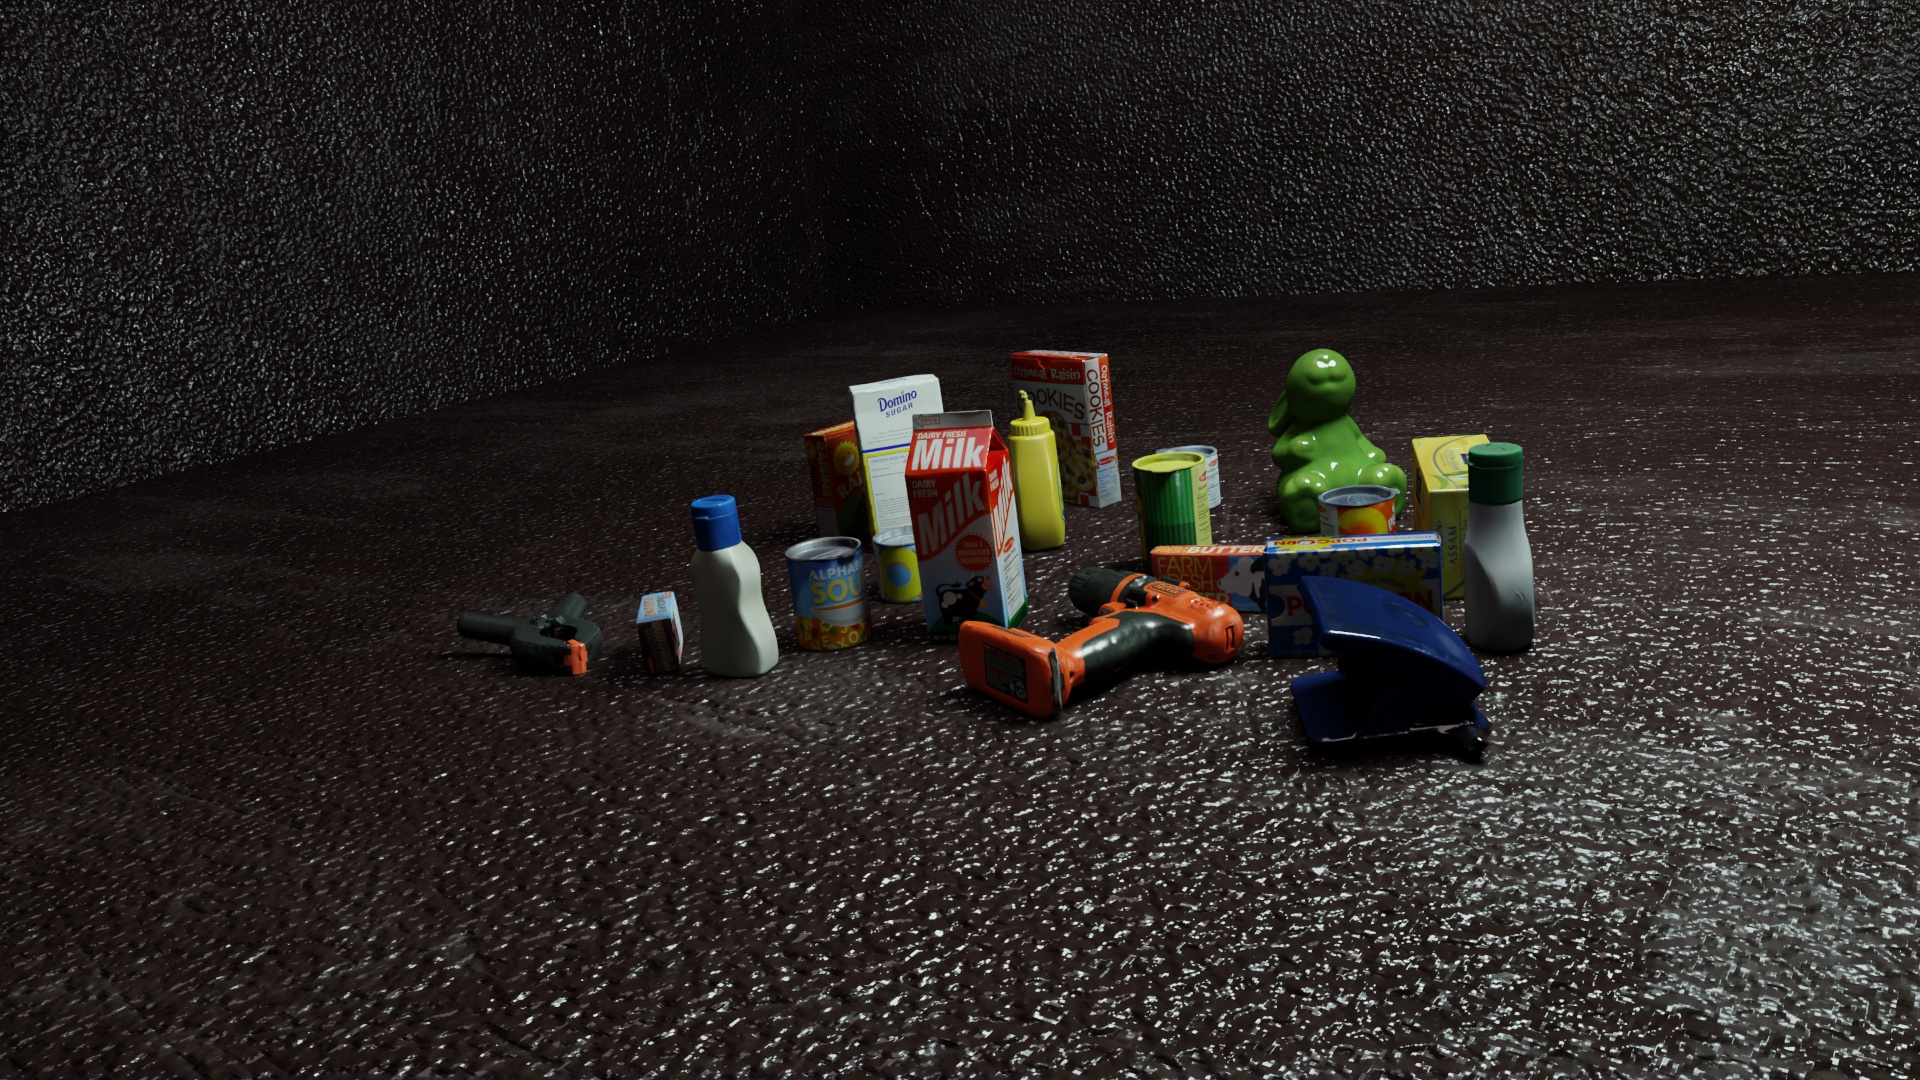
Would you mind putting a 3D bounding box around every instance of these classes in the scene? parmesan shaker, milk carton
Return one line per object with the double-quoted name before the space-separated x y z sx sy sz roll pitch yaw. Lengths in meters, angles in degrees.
"parmesan shaker" 0.194 -0.023 1.271 0.071 0.102 0.071 -7 15 2
"milk carton" 0.004 -0.015 1.164 0.072 0.190 0.074 -2 16 18

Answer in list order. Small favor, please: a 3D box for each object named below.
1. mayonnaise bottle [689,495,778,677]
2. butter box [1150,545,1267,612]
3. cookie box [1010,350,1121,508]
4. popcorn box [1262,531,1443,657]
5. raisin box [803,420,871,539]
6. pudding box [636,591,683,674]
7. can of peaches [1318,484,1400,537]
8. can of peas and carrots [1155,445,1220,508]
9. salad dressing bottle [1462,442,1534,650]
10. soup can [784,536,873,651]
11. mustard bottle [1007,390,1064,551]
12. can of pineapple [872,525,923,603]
"mayonnaise bottle" -0.191 0.038 1.143 0.065 0.147 0.041 0 17 25
"butter box" 0.212 0.032 1.162 0.103 0.053 0.024 0 17 25
"cookie box" 0.117 -0.127 1.557 0.040 0.167 0.123 -18 19 -35
"popcorn box" 0.293 0.041 1.035 0.127 0.085 0.038 -3 16 15
"raisin box" -0.120 -0.065 1.523 0.040 0.123 0.086 8 22 45
"pudding box" -0.261 0.079 1.209 0.030 0.049 0.084 -9 16 -7
"can of peaches" 0.360 -0.014 1.249 0.071 0.058 0.071 -7 15 2
"can of peas and carrots" 0.241 -0.066 1.485 0.071 0.058 0.071 -7 15 2
"salad dressing bottle" 0.389 0.004 1.006 0.044 0.147 0.064 -8 15 -1
"soup can" -0.111 0.046 1.197 0.071 0.083 0.071 -7 15 2
"mustard bottle" 0.075 -0.072 1.392 0.049 0.159 0.065 -7 15 2
"can of pineapple" -0.045 0.022 1.303 0.071 0.057 0.071 -7 15 2
